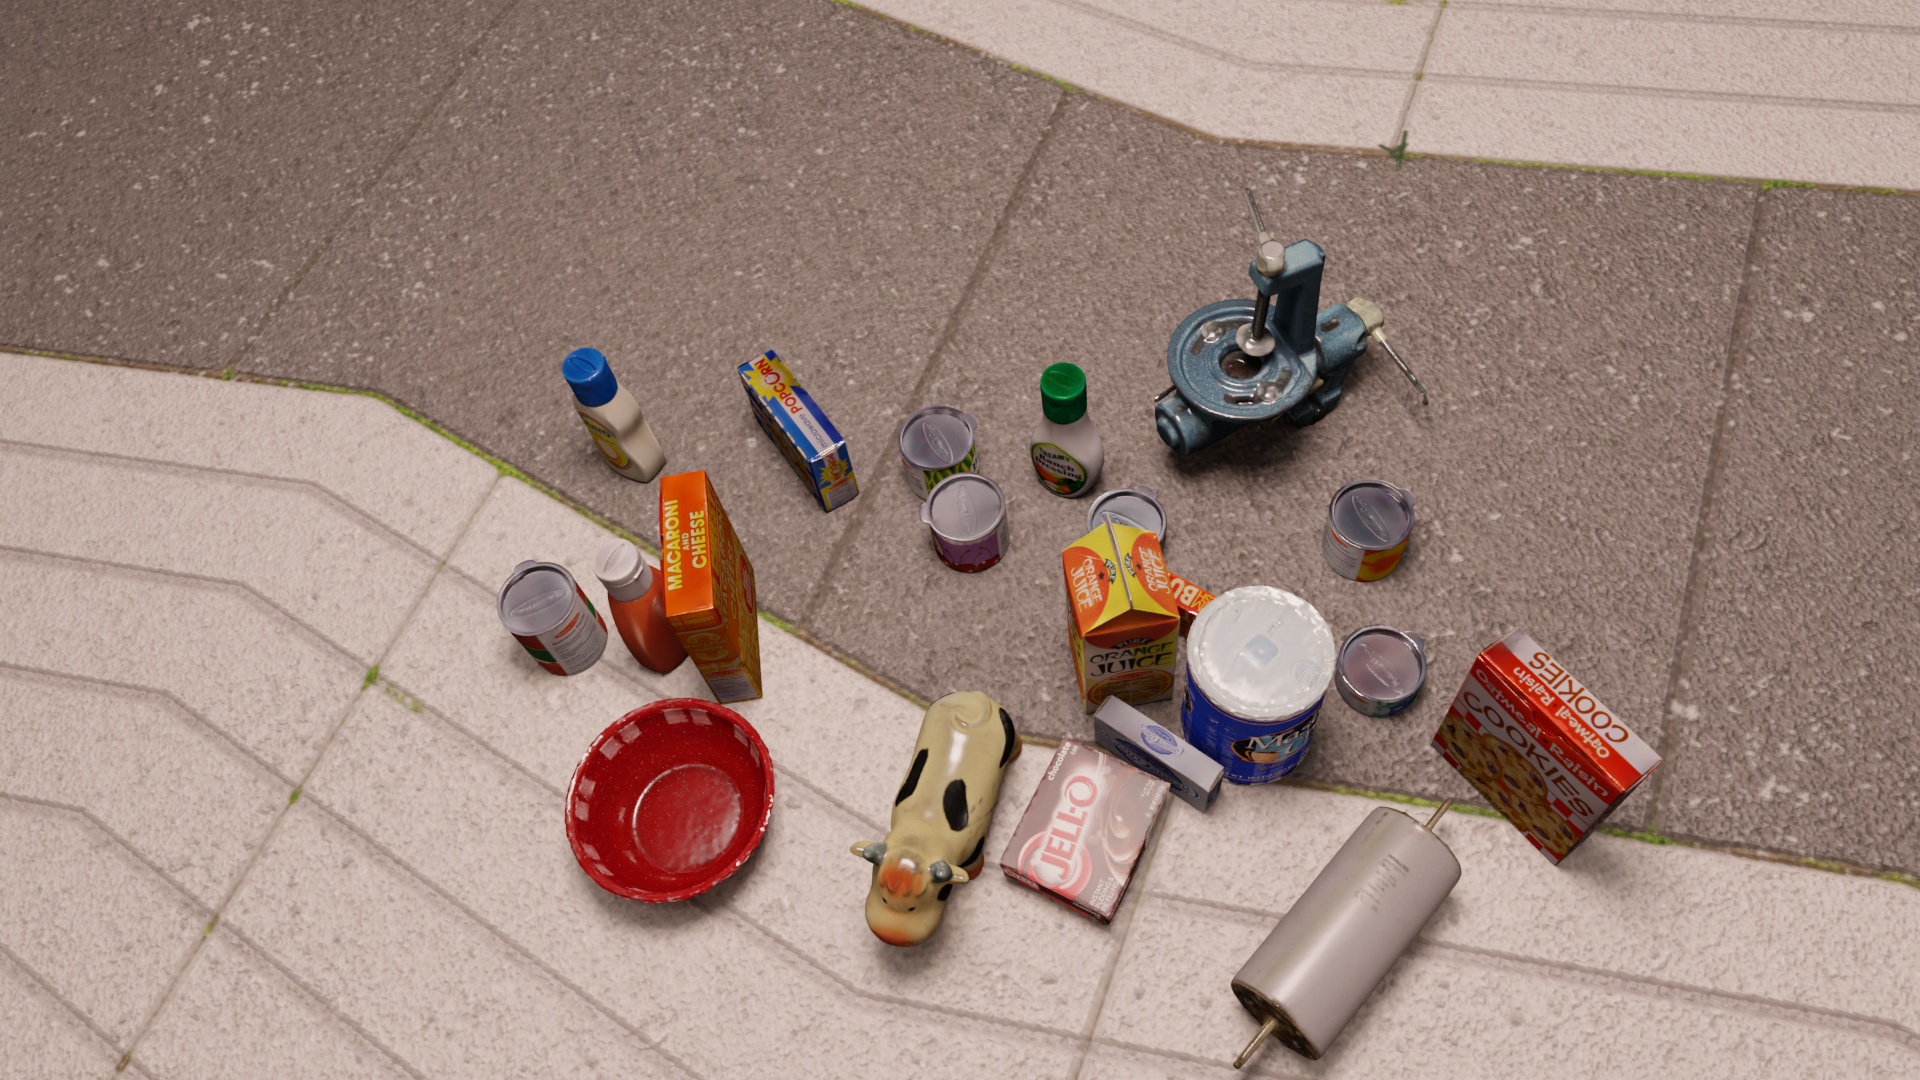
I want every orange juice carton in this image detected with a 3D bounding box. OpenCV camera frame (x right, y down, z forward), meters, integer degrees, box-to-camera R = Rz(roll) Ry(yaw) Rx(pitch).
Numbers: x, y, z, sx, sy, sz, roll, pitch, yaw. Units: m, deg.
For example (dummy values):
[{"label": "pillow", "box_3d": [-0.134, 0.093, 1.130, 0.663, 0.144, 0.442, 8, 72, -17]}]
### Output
[{"label": "orange juice carton", "box_3d": [0.119, 0.057, 1.037, 0.073, 0.191, 0.072, -11, 60, 0]}]

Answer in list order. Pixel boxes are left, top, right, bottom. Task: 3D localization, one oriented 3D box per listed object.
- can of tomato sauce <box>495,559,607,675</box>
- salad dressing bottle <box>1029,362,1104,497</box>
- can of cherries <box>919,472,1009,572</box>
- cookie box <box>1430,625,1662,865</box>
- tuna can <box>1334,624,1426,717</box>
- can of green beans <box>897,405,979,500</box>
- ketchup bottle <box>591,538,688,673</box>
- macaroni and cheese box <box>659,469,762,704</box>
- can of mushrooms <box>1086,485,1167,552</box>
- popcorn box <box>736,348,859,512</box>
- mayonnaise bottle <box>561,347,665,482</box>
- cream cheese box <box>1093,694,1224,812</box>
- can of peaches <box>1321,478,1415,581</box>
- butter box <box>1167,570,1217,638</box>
[{"label": "can of tomato sauce", "box_3d": [-0.337, 0.065, 1.146, 0.071, 0.082, 0.071, -3, 61, 5]}, {"label": "salad dressing bottle", "box_3d": [0.087, -0.091, 1.151, 0.064, 0.147, 0.044, 25, 67, 19]}, {"label": "can of cherries", "box_3d": [0.004, -0.015, 1.168, 0.071, 0.058, 0.072, -3, 60, 5]}, {"label": "cookie box", "box_3d": [0.401, 0.147, 0.969, 0.040, 0.166, 0.123, -35, 63, -13]}, {"label": "tuna can", "box_3d": [0.328, 0.100, 1.081, 0.071, 0.032, 0.071, -3, 60, 5]}, {"label": "can of green beans", "box_3d": [-0.018, -0.074, 1.204, 0.071, 0.057, 0.071, -3, 60, 5]}, {"label": "ketchup bottle", "box_3d": [-0.252, 0.049, 1.108, 0.043, 0.148, 0.065, 19, 65, 16]}, {"label": "macaroni and cheese box", "box_3d": [-0.196, 0.040, 1.097, 0.040, 0.165, 0.124, -10, 60, 1]}, {"label": "can of mushrooms", "box_3d": [0.141, -0.010, 1.164, 0.071, 0.033, 0.071, -3, 60, 5]}, {"label": "popcorn box", "box_3d": [-0.141, -0.096, 1.214, 0.038, 0.085, 0.127, -33, 62, -12]}, {"label": "mayonnaise bottle", "box_3d": [-0.304, -0.109, 1.204, 0.065, 0.147, 0.041, 28, 68, 20]}, {"label": "cream cheese box", "box_3d": [0.150, 0.162, 1.054, 0.104, 0.053, 0.024, 32, 69, 22]}, {"label": "can of peaches", "box_3d": [0.332, -0.008, 1.128, 0.071, 0.057, 0.071, -3, 60, 5]}, {"label": "butter box", "box_3d": [0.169, 0.049, 1.117, 0.103, 0.053, 0.024, 29, 68, 20]}]
